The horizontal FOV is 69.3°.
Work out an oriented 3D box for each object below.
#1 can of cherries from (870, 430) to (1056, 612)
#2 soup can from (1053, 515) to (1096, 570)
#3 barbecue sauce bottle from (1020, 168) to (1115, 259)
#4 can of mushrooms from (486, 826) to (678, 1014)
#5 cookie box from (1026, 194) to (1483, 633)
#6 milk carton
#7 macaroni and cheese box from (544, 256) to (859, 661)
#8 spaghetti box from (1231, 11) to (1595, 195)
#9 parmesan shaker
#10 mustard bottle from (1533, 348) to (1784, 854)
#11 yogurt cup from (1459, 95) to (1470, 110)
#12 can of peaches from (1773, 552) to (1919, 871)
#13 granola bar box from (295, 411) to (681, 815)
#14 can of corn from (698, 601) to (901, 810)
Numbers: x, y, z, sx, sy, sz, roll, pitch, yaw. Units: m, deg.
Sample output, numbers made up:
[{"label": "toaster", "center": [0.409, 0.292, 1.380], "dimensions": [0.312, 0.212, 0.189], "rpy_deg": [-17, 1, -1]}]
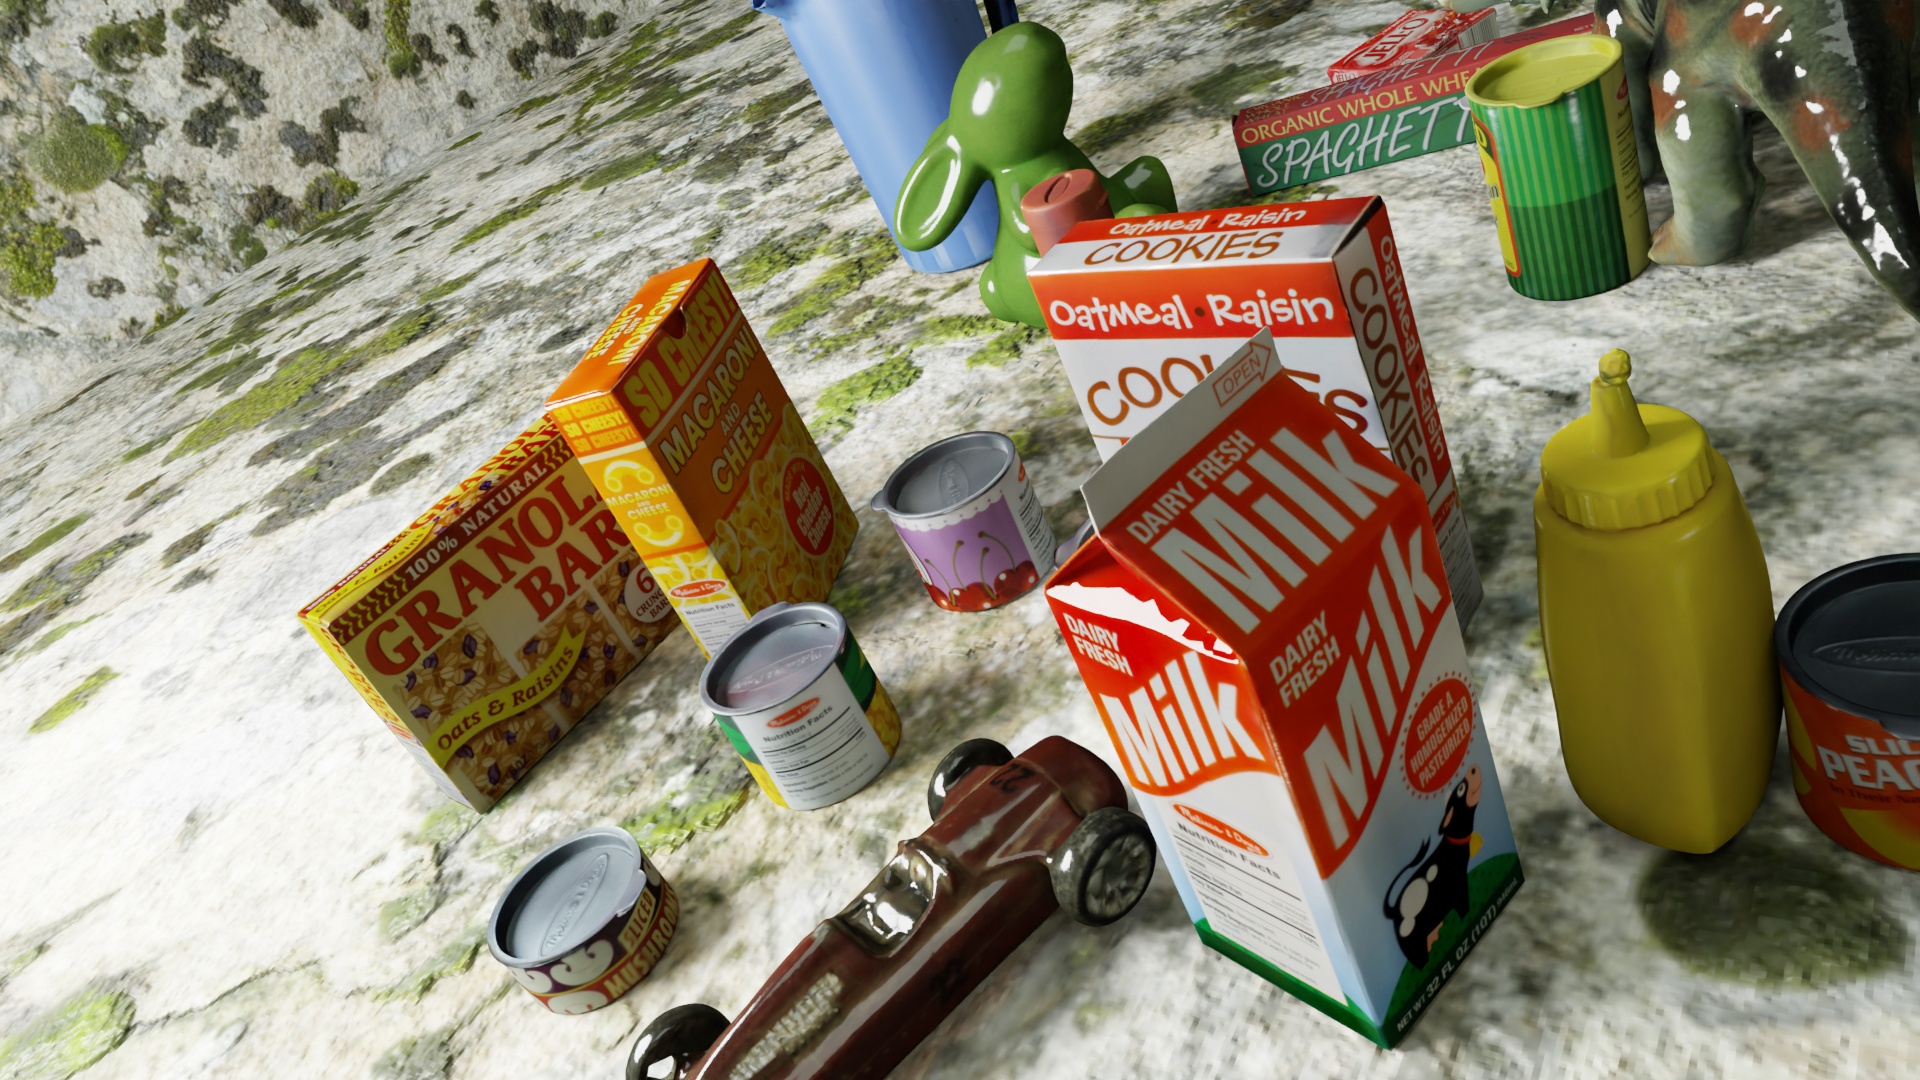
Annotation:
[{"label": "can of cherries", "center": [0.002, -0.008, 0.644], "dimensions": [0.071, 0.058, 0.072], "rpy_deg": [-19, 31, 12]}, {"label": "soup can", "center": [0.081, 0.029, 0.504], "dimensions": [0.071, 0.083, 0.072], "rpy_deg": [-19, 31, 12]}, {"label": "barbecue sauce bottle", "center": [0.071, -0.096, 0.639], "dimensions": [0.043, 0.148, 0.065], "rpy_deg": [-8, 35, 28]}, {"label": "can of mushrooms", "center": [-0.144, 0.147, 0.540], "dimensions": [0.071, 0.033, 0.071], "rpy_deg": [-19, 31, 12]}, {"label": "cookie box", "center": [0.109, -0.039, 0.504], "dimensions": [0.123, 0.166, 0.040], "rpy_deg": [7, 43, 43]}, {"label": "milk carton", "center": [0.087, 0.041, 0.377], "dimensions": [0.072, 0.189, 0.073], "rpy_deg": [-41, 33, -23]}, {"label": "macaroni and cheese box", "center": [-0.114, -0.033, 0.661], "dimensions": [0.040, 0.165, 0.124], "rpy_deg": [-12, 33, 23]}, {"label": "spaghetti box", "center": [0.287, -0.261, 0.827], "dimensions": [0.250, 0.050, 0.029], "rpy_deg": [-8, 35, 27]}, {"label": "parmesan shaker", "center": [0.277, -0.169, 0.642], "dimensions": [0.071, 0.102, 0.072], "rpy_deg": [-19, 31, 12]}, {"label": "mustard bottle", "center": [0.186, 0.013, 0.375], "dimensions": [0.049, 0.159, 0.065], "rpy_deg": [12, 47, 47]}, {"label": "yogurt cup", "center": [0.313, -0.224, 0.748], "dimensions": [0.072, 0.053, 0.073], "rpy_deg": [-19, 31, 12]}, {"label": "can of peaches", "center": [0.257, 0.047, 0.370], "dimensions": [0.071, 0.058, 0.071], "rpy_deg": [-19, 31, 12]}, {"label": "granola bar box", "center": [-0.216, 0.030, 0.683], "dimensions": [0.039, 0.123, 0.166], "rpy_deg": [6, 43, 43]}, {"label": "can of corn", "center": [-0.066, 0.067, 0.579], "dimensions": [0.071, 0.058, 0.071], "rpy_deg": [-19, 31, 12]}]
